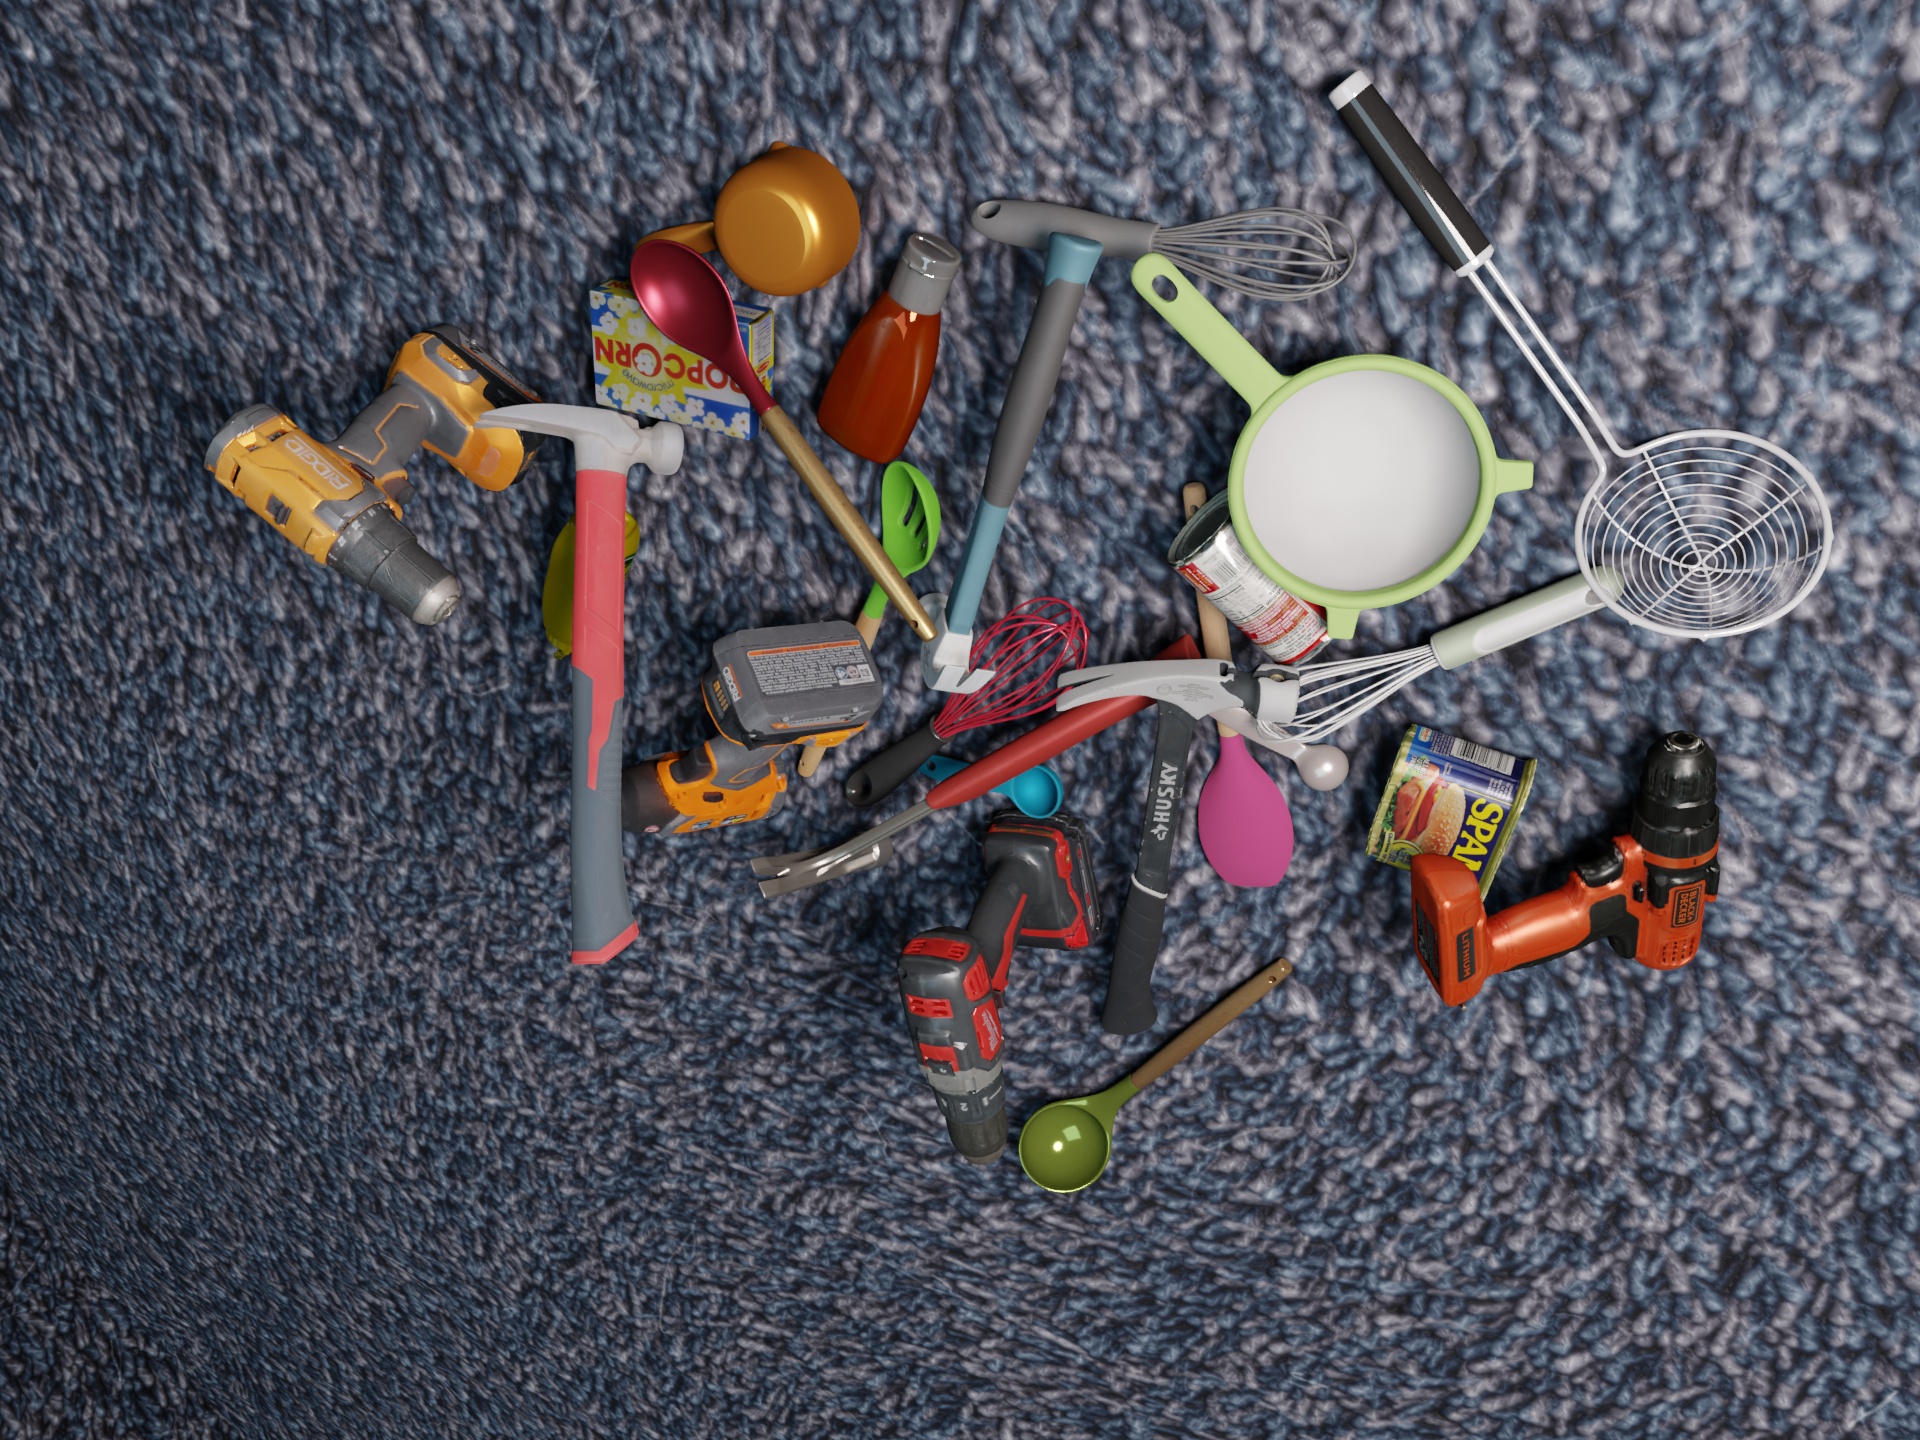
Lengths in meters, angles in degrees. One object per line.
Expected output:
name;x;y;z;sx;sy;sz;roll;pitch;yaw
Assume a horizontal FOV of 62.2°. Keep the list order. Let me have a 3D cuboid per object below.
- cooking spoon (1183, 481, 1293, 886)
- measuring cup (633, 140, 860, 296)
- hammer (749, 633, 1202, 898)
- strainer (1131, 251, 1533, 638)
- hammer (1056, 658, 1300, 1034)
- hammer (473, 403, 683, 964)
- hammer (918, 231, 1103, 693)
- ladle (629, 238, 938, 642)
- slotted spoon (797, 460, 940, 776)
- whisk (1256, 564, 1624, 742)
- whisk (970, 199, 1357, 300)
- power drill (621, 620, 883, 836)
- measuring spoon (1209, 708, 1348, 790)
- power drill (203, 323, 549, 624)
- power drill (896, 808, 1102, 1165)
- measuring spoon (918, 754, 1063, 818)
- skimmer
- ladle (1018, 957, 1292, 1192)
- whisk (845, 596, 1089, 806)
cooking spoon;0.181;-0.014;1.091;0.069;0.017;0.318;-1;120;23
measuring cup;-0.152;-0.314;1.034;0.173;0.052;0.095;-3;119;25
hammer;0.017;0.037;1.125;0.359;0.149;0.037;-30;79;30
strainer;0.197;-0.182;0.935;0.256;0.069;0.151;43;114;-7
hammer;0.131;0.105;1.127;0.149;0.036;0.408;5;137;3
hammer;-0.266;-0.027;1.099;0.038;0.143;0.386;-15;74;62
hammer;0.026;-0.155;1.009;0.033;0.128;0.330;7;128;-14
ladle;-0.110;-0.182;1.041;0.069;0.031;0.315;-34;92;42
slotted spoon;-0.073;-0.063;1.174;0.070;0.031;0.313;57;140;29
whisk;0.295;-0.040;1.003;0.246;0.059;0.057;-25;120;31
whisk;0.114;-0.284;0.934;0.239;0.055;0.055;15;126;22
power drill;-0.174;0.017;1.176;0.226;0.164;0.084;-43;64;46
measuring spoon;0.210;0.013;1.081;0.124;0.018;0.034;30;119;-8
power drill;-0.383;-0.174;1.125;0.185;0.226;0.084;40;129;-3
power drill;0.031;0.190;1.163;0.080;0.227;0.187;2;121;25
measuring spoon;0.023;0.042;1.210;0.129;0.021;0.042;13;112;29
skimmer;0.323;-0.203;0.855;0.127;0.090;0.363;-39;98;4
ladle;0.155;0.285;1.277;0.078;0.062;0.320;39;126;-3
whisk;-0.002;-0.004;1.164;0.073;0.073;0.295;45;134;-7
